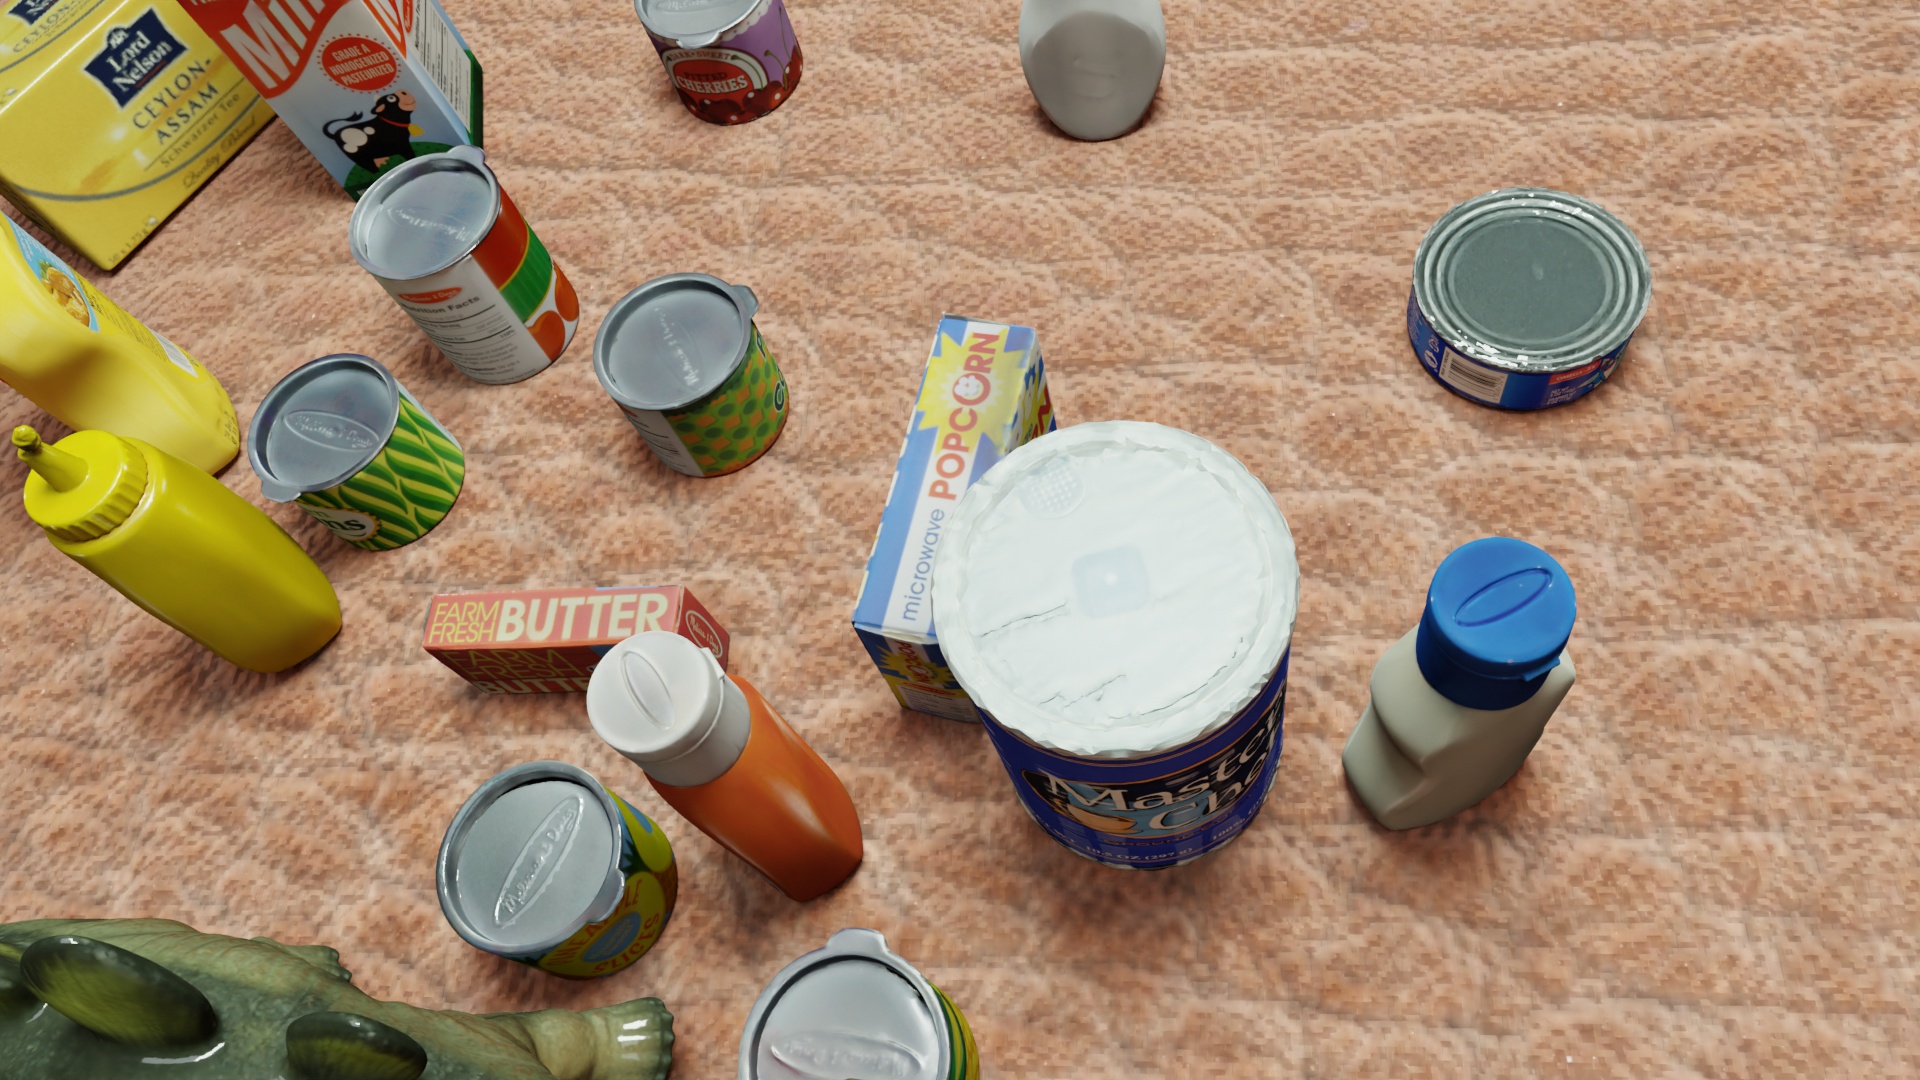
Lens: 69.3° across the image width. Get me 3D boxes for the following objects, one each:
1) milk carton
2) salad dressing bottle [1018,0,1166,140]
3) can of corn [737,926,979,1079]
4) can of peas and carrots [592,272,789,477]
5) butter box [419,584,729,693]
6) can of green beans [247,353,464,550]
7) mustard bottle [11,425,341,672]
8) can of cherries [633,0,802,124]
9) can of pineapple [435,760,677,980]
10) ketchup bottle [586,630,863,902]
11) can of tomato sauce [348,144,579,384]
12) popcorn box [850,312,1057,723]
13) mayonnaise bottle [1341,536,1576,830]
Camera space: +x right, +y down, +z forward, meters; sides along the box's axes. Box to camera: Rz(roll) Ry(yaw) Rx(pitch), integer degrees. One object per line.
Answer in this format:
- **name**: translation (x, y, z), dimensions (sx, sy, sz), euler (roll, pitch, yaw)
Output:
- **milk carton**: translation (-0.295, -0.249, 0.630), dimensions (0.072, 0.190, 0.074), euler (-13, 62, 5)
- **salad dressing bottle**: translation (0.052, -0.233, 0.580), dimensions (0.064, 0.147, 0.044), euler (-4, 63, 9)
- **can of corn**: translation (-0.030, 0.166, 0.446), dimensions (0.071, 0.058, 0.071), euler (-4, 63, 9)
- **can of peas and carrots**: translation (-0.108, -0.069, 0.579), dimensions (0.071, 0.058, 0.071), euler (-4, 63, 9)
- **butter box**: translation (-0.147, 0.039, 0.535), dimensions (0.103, 0.053, 0.024), euler (-2, 64, 10)
- **can of green beans**: translation (-0.255, -0.037, 0.591), dimensions (0.071, 0.057, 0.071), euler (-4, 63, 9)
- **mustard bottle**: translation (-0.300, -0.002, 0.524), dimensions (0.049, 0.159, 0.065), euler (-39, 63, -9)
- **can of cherries**: translation (-0.115, -0.242, 0.667), dimensions (0.071, 0.058, 0.072), euler (-4, 63, 9)
- **can of pineapple**: translation (-0.139, 0.119, 0.491), dimensions (0.071, 0.057, 0.071), euler (-4, 63, 9)
- **ketchup bottle**: translation (-0.073, 0.072, 0.450), dimensions (0.043, 0.148, 0.065), euler (-35, 63, -7)
- **can of tomato sauce**: translation (-0.214, -0.119, 0.610), dimensions (0.071, 0.082, 0.071), euler (-4, 63, 9)
- **popcorn box**: translation (0.002, -0.006, 0.511), dimensions (0.038, 0.085, 0.127), euler (8, 66, 15)
- **mayonnaise bottle**: translation (0.152, 0.046, 0.420), dimensions (0.065, 0.147, 0.041), euler (-27, 62, -3)
